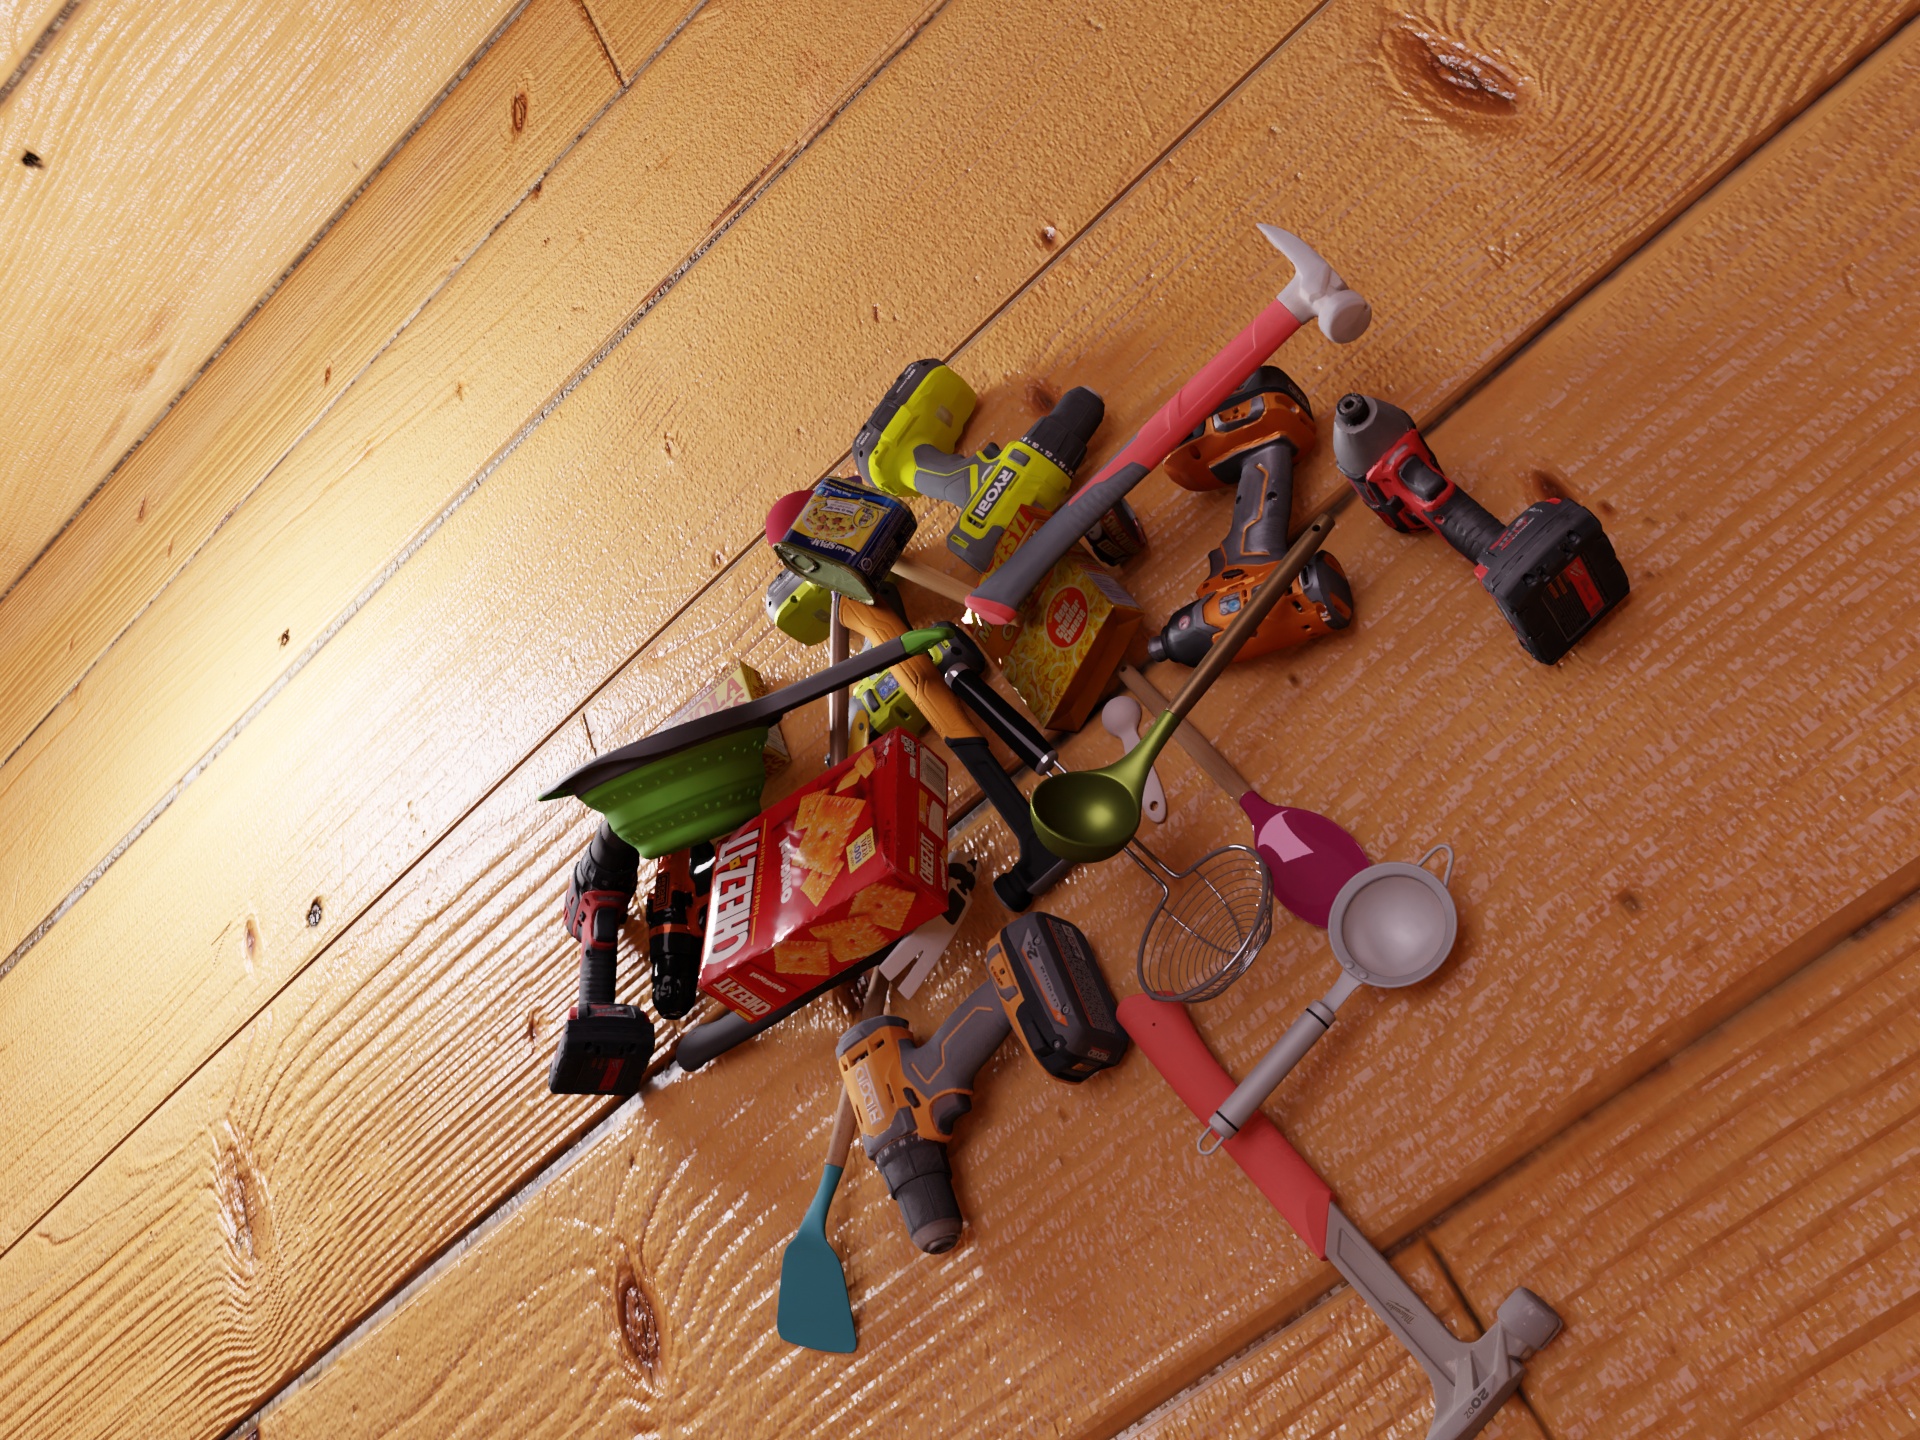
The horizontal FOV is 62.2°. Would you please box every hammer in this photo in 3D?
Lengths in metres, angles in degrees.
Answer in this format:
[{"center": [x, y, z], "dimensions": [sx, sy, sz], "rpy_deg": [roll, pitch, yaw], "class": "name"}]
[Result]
[{"center": [-0.125, 0.224, 1.328], "dimensions": [0.334, 0.035, 0.146], "rpy_deg": [-33, 15, 32], "class": "hammer"}, {"center": [0.209, 0.310, 1.038], "dimensions": [0.149, 0.036, 0.359], "rpy_deg": [-50, 46, 6], "class": "hammer"}, {"center": [0.143, -0.225, 1.272], "dimensions": [0.386, 0.038, 0.143], "rpy_deg": [-43, 45, 17], "class": "hammer"}, {"center": [-0.002, -0.004, 1.335], "dimensions": [0.127, 0.034, 0.337], "rpy_deg": [-44, 61, 12], "class": "hammer"}]

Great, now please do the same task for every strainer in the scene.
[{"center": [0.243, 0.188, 1.051], "dimensions": [0.258, 0.050, 0.087], "rpy_deg": [-47, 49, -4], "class": "strainer"}]

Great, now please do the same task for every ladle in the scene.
[{"center": [-0.065, -0.143, 1.414], "dimensions": [0.316, 0.031, 0.069], "rpy_deg": [27, 81, 34], "class": "ladle"}, {"center": [0.166, -0.029, 1.141], "dimensions": [0.078, 0.062, 0.320], "rpy_deg": [36, 84, 29], "class": "ladle"}]

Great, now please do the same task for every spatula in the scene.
[{"center": [-0.111, -0.084, 1.437], "dimensions": [0.060, 0.018, 0.316], "rpy_deg": [-15, 62, 24], "class": "spatula"}, {"center": [-0.090, 0.338, 1.284], "dimensions": [0.082, 0.044, 0.318], "rpy_deg": [-7, 58, 37], "class": "spatula"}]

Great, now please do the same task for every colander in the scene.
[{"center": [-0.168, 0.031, 1.355], "dimensions": [0.397, 0.204, 0.094], "rpy_deg": [-23, 87, 20], "class": "colander"}]

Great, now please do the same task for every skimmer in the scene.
[{"center": [0.092, 0.064, 1.191], "dimensions": [0.127, 0.090, 0.364], "rpy_deg": [-51, 59, 10], "class": "skimmer"}]

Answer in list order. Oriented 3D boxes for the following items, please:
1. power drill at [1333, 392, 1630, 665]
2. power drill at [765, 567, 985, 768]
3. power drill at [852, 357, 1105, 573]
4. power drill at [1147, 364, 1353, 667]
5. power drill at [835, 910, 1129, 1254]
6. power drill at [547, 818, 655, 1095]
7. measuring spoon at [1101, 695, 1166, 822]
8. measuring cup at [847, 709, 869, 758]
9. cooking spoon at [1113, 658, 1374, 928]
[{"center": [0.346, -0.146, 1.104], "dimensions": [0.078, 0.143, 0.220], "rpy_deg": [-45, 48, 7], "class": "power drill"}, {"center": [-0.091, -0.069, 1.475], "dimensions": [0.171, 0.080, 0.223], "rpy_deg": [-42, 50, 13], "class": "power drill"}, {"center": [0.018, -0.253, 1.486], "dimensions": [0.229, 0.080, 0.190], "rpy_deg": [38, 93, 43], "class": "power drill"}, {"center": [0.215, -0.151, 1.262], "dimensions": [0.164, 0.084, 0.227], "rpy_deg": [-20, 59, 32], "class": "power drill"}, {"center": [0.015, 0.272, 1.192], "dimensions": [0.226, 0.084, 0.186], "rpy_deg": [-38, 52, 21], "class": "power drill"}, {"center": [-0.327, 0.212, 1.466], "dimensions": [0.187, 0.080, 0.227], "rpy_deg": [121, 149, -48], "class": "power drill"}, {"center": [0.138, 0.029, 1.266], "dimensions": [0.034, 0.018, 0.124], "rpy_deg": [-34, 50, 21], "class": "measuring spoon"}, {"center": [-0.086, 0.069, 1.396], "dimensions": [0.062, 0.029, 0.156], "rpy_deg": [0, 84, 38], "class": "measuring cup"}, {"center": [0.203, 0.044, 1.204], "dimensions": [0.069, 0.017, 0.319], "rpy_deg": [-47, 46, 8], "class": "cooking spoon"}]
